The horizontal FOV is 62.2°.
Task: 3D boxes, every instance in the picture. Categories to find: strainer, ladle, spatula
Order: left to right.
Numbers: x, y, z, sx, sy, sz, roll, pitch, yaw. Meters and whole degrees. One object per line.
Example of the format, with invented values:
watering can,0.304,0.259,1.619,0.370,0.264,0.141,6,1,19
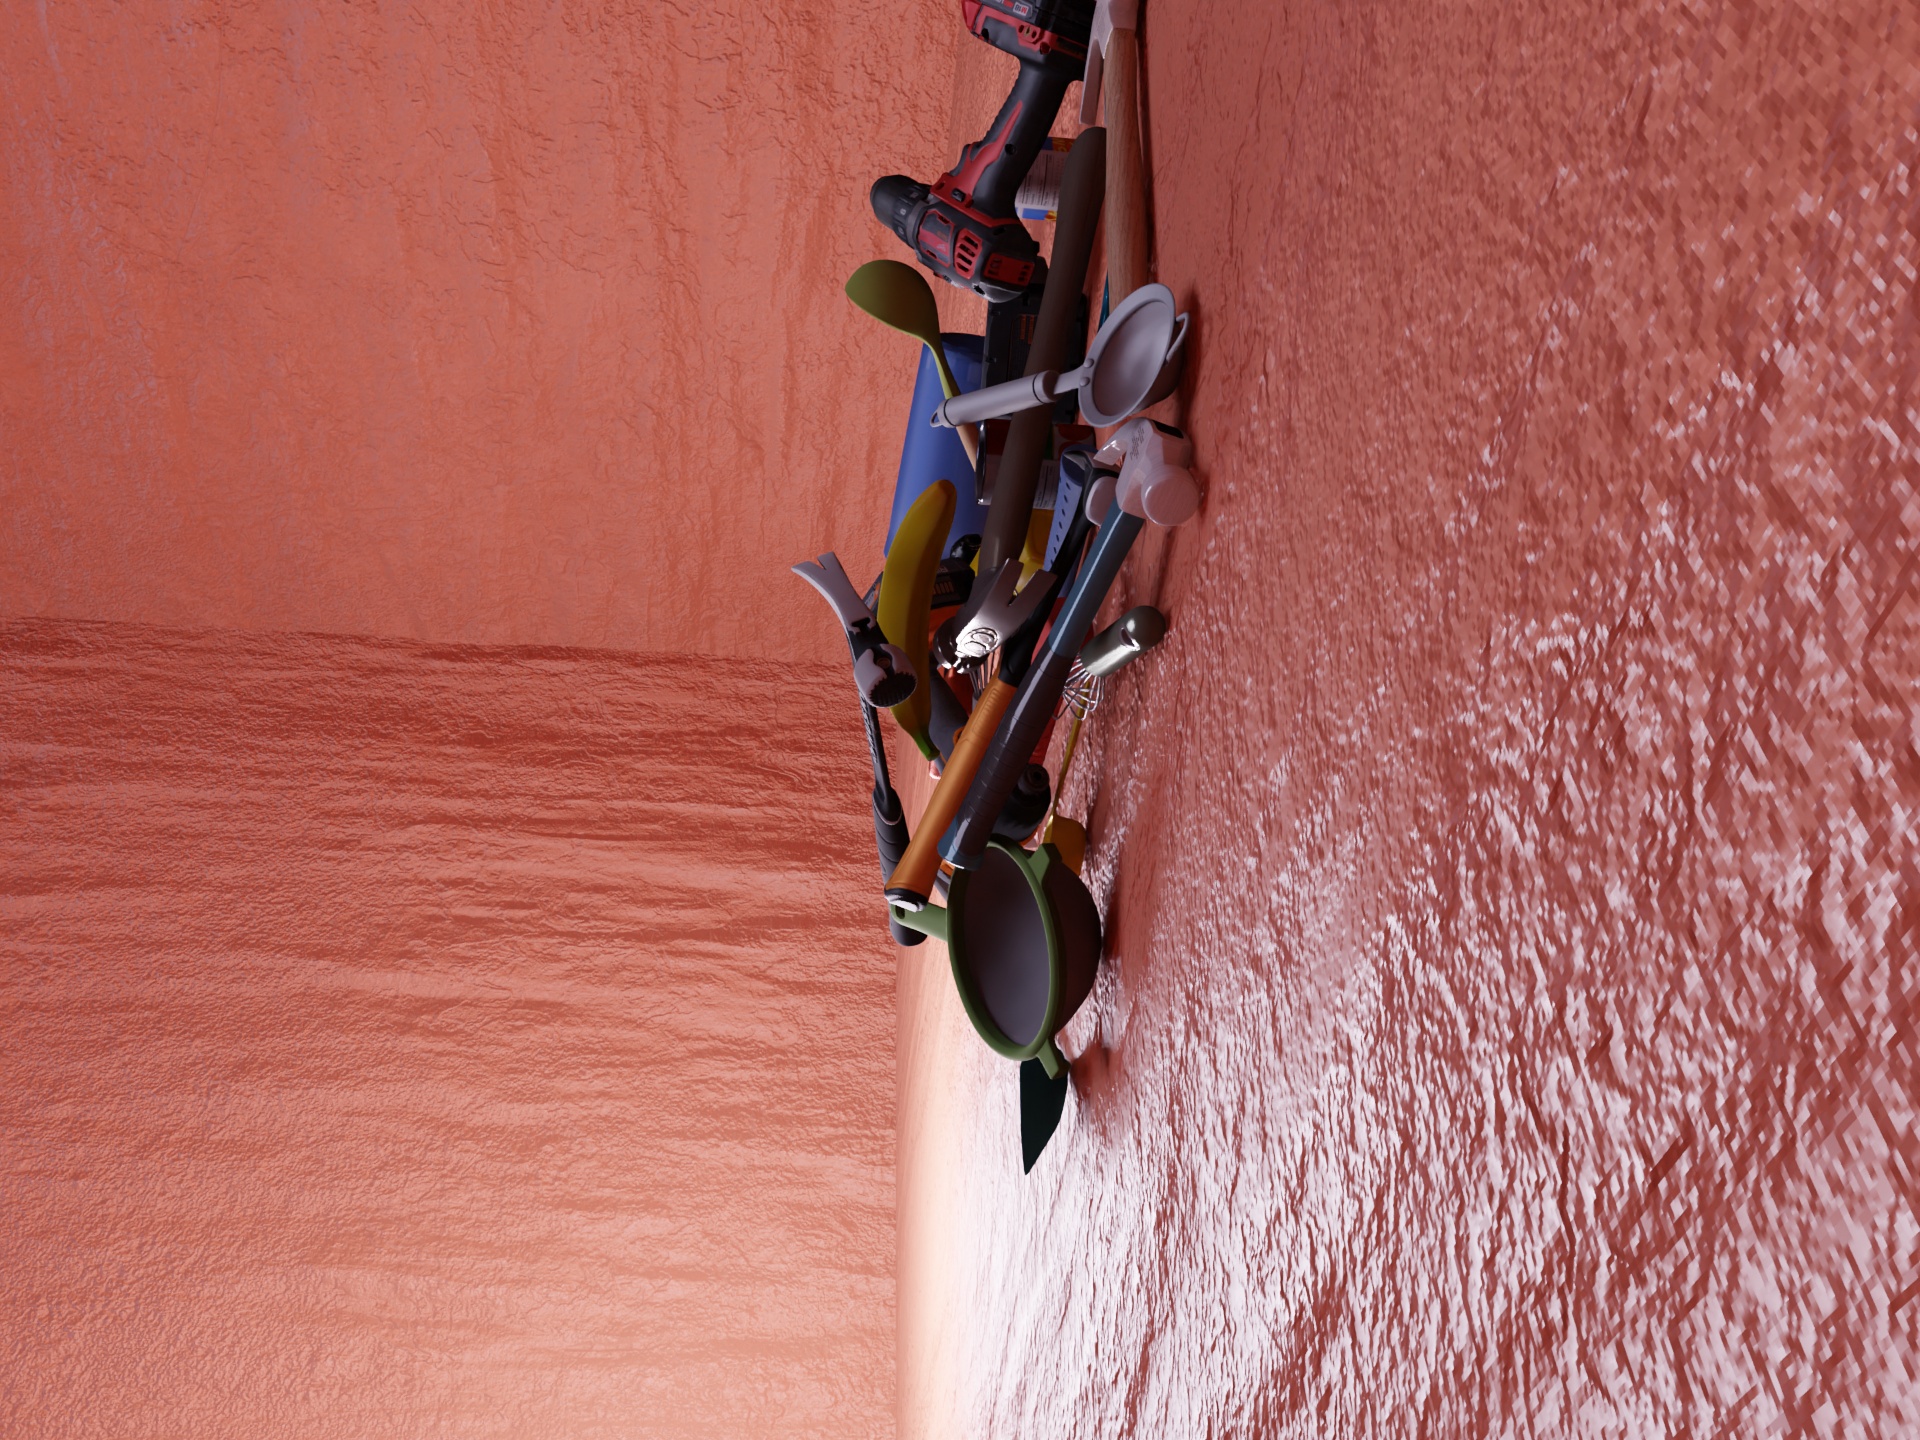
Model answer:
ladle,-0.004,-0.236,1.325,0.078,0.062,0.319,-89,-24,-59
strainer,0.029,0.146,1.113,0.256,0.069,0.151,5,99,64
spatula,0.052,0.243,1.220,0.317,0.044,0.082,-112,19,-80
strainer,0.060,-0.202,0.952,0.258,0.050,0.087,-1,71,53

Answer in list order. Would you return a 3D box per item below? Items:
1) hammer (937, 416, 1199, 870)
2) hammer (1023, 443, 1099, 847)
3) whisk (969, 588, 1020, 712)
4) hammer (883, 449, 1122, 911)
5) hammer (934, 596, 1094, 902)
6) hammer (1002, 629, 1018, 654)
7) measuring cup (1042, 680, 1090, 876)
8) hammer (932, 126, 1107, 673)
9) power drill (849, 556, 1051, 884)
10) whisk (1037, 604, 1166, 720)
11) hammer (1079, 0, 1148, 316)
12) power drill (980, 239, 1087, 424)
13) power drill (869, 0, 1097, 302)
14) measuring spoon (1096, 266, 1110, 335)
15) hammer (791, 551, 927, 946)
hammer,0.056,-0.034,0.958,0.128,0.033,0.330,-89,20,-55
hammer,0.066,-0.052,1.272,0.405,0.035,0.144,100,172,-52
whisk,0.020,-0.021,1.321,0.055,0.055,0.238,-94,5,-55
hammer,0.027,-0.022,1.072,0.127,0.034,0.336,-100,34,-70
hammer,0.040,0.041,1.264,0.149,0.036,0.358,50,144,32
hammer,0.049,-0.163,1.528,0.146,0.035,0.335,107,165,-67
measuring cup,0.084,0.049,1.135,0.062,0.029,0.156,113,171,-83
hammer,0.060,-0.238,1.068,0.146,0.038,0.411,136,150,-64
power drill,-0.002,-0.004,1.192,0.164,0.084,0.227,-47,60,59
whisk,0.088,-0.039,1.014,0.058,0.059,0.246,56,168,1
hammer,0.106,-0.352,1.035,0.130,0.031,0.331,106,166,-67
power drill,0.056,-0.328,1.350,0.220,0.078,0.143,-92,6,-69
power drill,0.014,-0.453,1.216,0.188,0.080,0.226,44,122,41
measuring spoon,0.110,-0.302,1.078,0.042,0.021,0.129,102,178,-65
hammer,-0.060,0.047,1.177,0.408,0.036,0.149,84,160,-51
